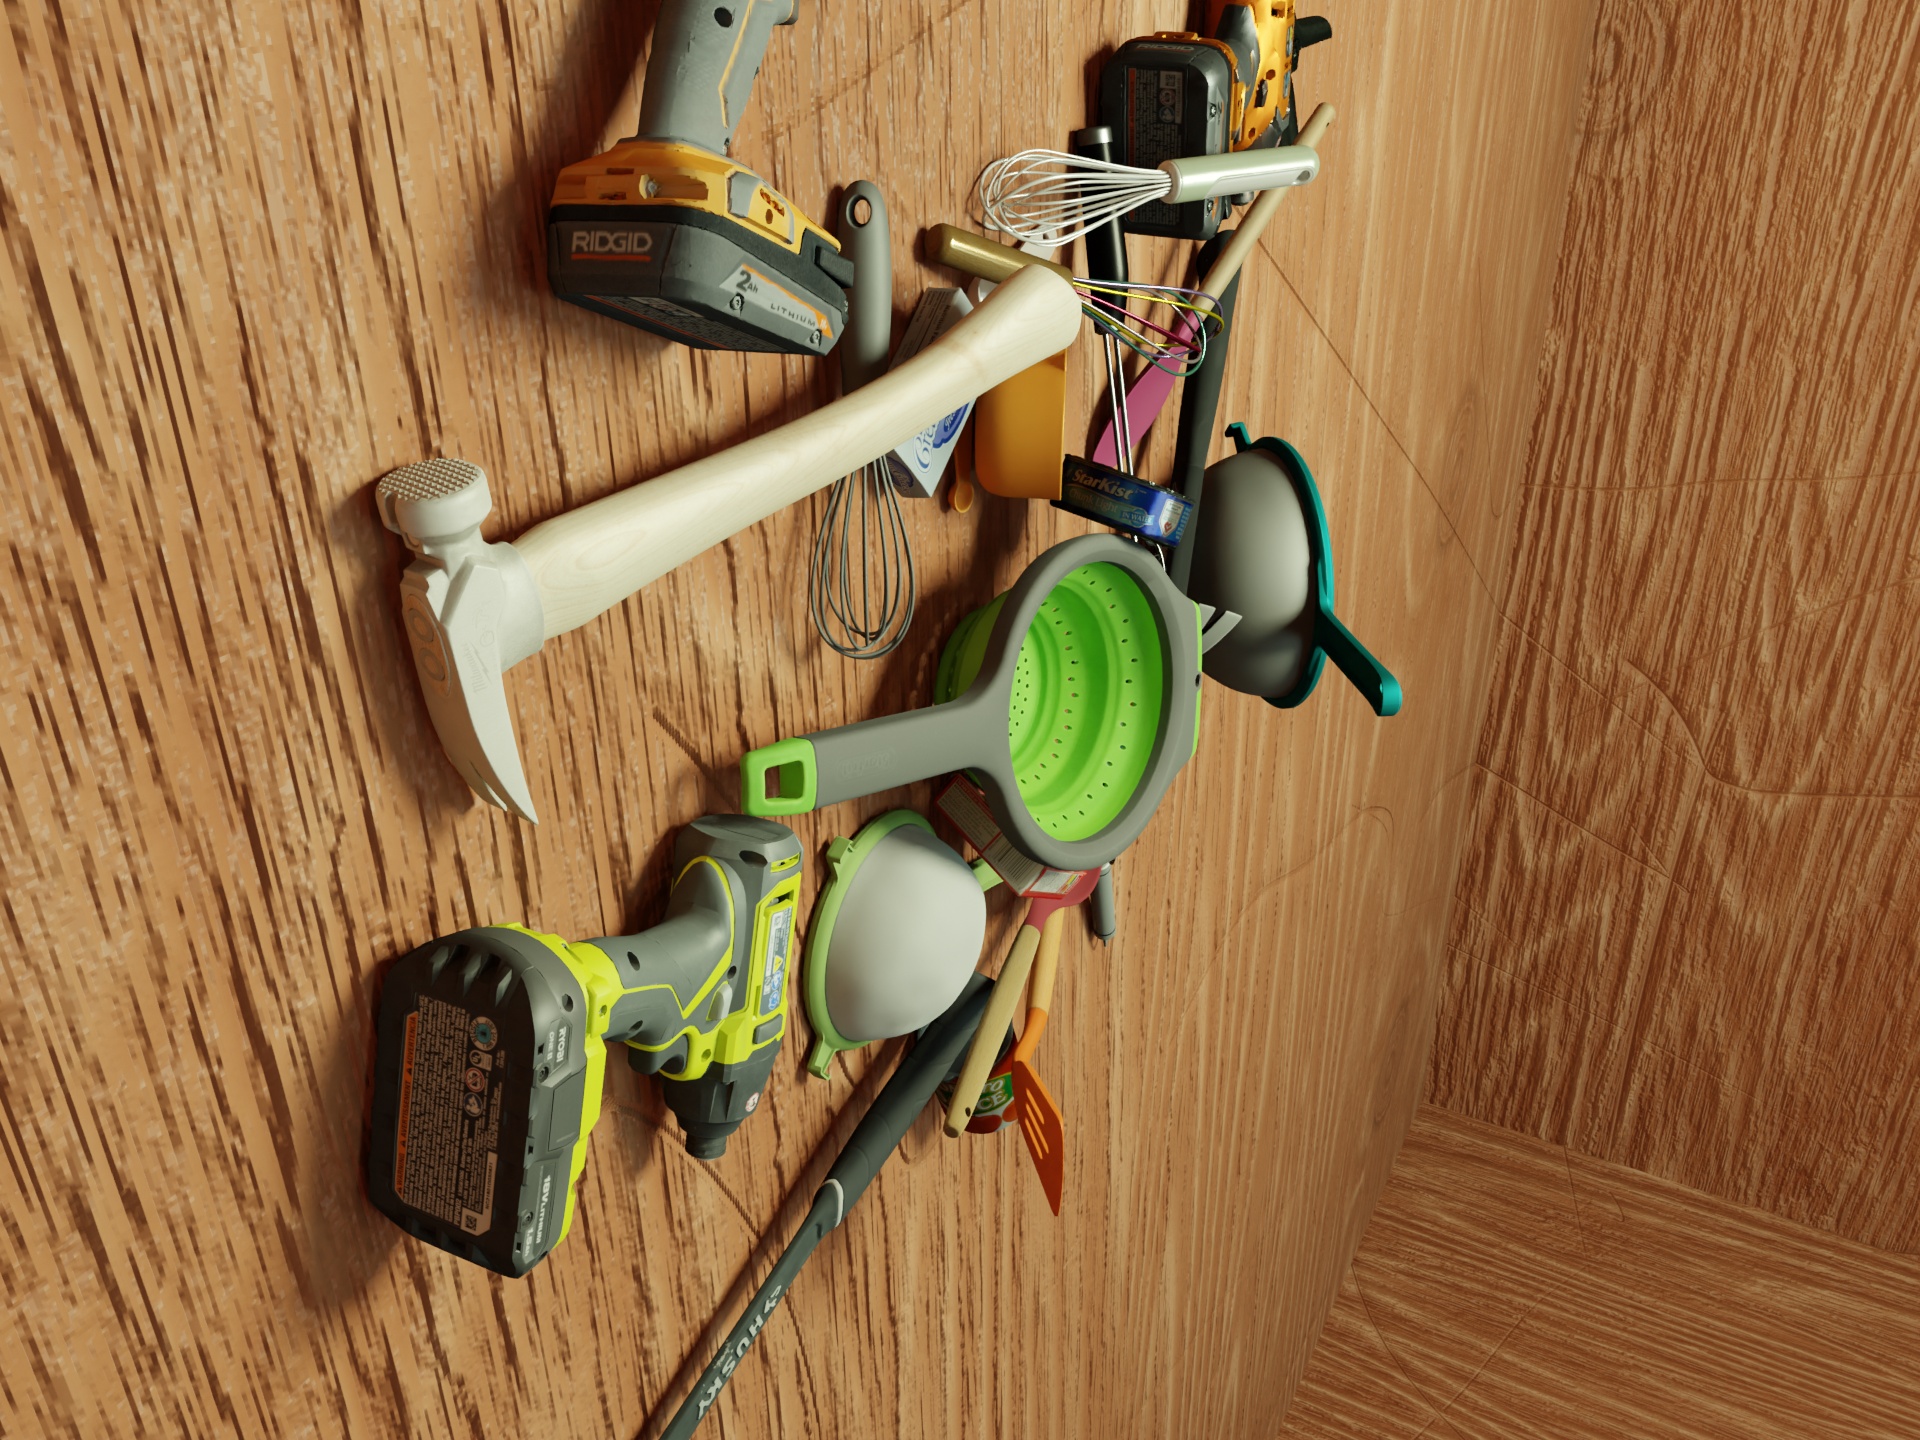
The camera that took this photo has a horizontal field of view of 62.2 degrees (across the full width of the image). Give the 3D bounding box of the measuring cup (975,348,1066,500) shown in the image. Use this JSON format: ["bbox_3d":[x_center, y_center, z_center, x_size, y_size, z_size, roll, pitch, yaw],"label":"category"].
[{"bbox_3d":[0.036,-0.204,0.948,0.095,0.052,0.174,89,3,-49],"label":"measuring cup"}]

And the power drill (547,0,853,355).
[{"bbox_3d":[-0.080,-0.266,0.641,0.185,0.084,0.226,0,98,-65],"label":"power drill"}]

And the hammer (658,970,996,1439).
[{"bbox_3d":[-0.085,0.303,0.932,0.409,0.036,0.149,-52,147,-34],"label":"hammer"}]

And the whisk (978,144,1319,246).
[{"bbox_3d":[0.116,-0.316,0.937,0.246,0.059,0.057,-17,165,-27],"label":"whisk"}]

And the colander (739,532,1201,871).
[{"bbox_3d":[-0.001,-0.003,0.921,0.397,0.094,0.204,-13,107,-49],"label":"colander"}]

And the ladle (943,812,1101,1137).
[{"bbox_3d":[0.040,0.155,1.035,0.069,0.031,0.316,57,31,-18],"label":"ladle"}]

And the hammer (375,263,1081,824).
[{"bbox_3d":[-0.070,-0.111,0.716,0.411,0.038,0.146,-38,136,-41],"label":"hammer"}]

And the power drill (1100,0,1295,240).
[{"bbox_3d":[0.168,-0.403,1.072,0.226,0.084,0.164,-53,148,-45],"label":"power drill"}]

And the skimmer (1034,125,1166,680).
[{"bbox_3d":[0.079,-0.196,1.050,0.127,0.090,0.363,-28,117,-48],"label":"skimmer"}]

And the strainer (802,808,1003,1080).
[{"bbox_3d":[-0.001,0.124,0.999,0.256,0.069,0.151,-20,120,-58],"label":"strainer"}]

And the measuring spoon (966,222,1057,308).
[{"bbox_3d":[0.030,-0.264,0.937,0.034,0.018,0.124,63,37,-27],"label":"measuring spoon"}]

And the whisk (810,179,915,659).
[{"bbox_3d":[-0.051,-0.146,0.799,0.055,0.055,0.239,-25,119,-58],"label":"whisk"}]

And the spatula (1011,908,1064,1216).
[{"bbox_3d":[0.063,0.185,1.075,0.323,0.041,0.081,-75,168,-57],"label":"spatula"}]

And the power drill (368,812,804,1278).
[{"bbox_3d":[-0.150,0.145,0.705,0.223,0.080,0.171,-16,116,-65],"label":"power drill"}]

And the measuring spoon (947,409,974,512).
[{"bbox_3d":[-0.003,-0.177,0.919,0.021,0.011,0.116,-29,125,-48],"label":"measuring spoon"}]

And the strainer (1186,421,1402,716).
[{"bbox_3d":[0.215,-0.082,1.171,0.341,0.095,0.210,-111,-162,-62],"label":"strainer"}]

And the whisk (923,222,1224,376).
[{"bbox_3d":[0.070,-0.246,0.930,0.244,0.047,0.051,4,105,-44],"label":"whisk"}]

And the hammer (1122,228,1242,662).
[{"bbox_3d":[0.172,-0.200,1.164,0.035,0.146,0.335,14,80,-22],"label":"hammer"}]

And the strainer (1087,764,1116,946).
[{"bbox_3d":[0.106,0.109,1.244,0.258,0.050,0.087,79,0,-50],"label":"strainer"}]

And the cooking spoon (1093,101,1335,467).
[{"bbox_3d":[0.179,-0.309,1.132,0.319,0.017,0.068,-57,160,-5],"label":"cooking spoon"}]
